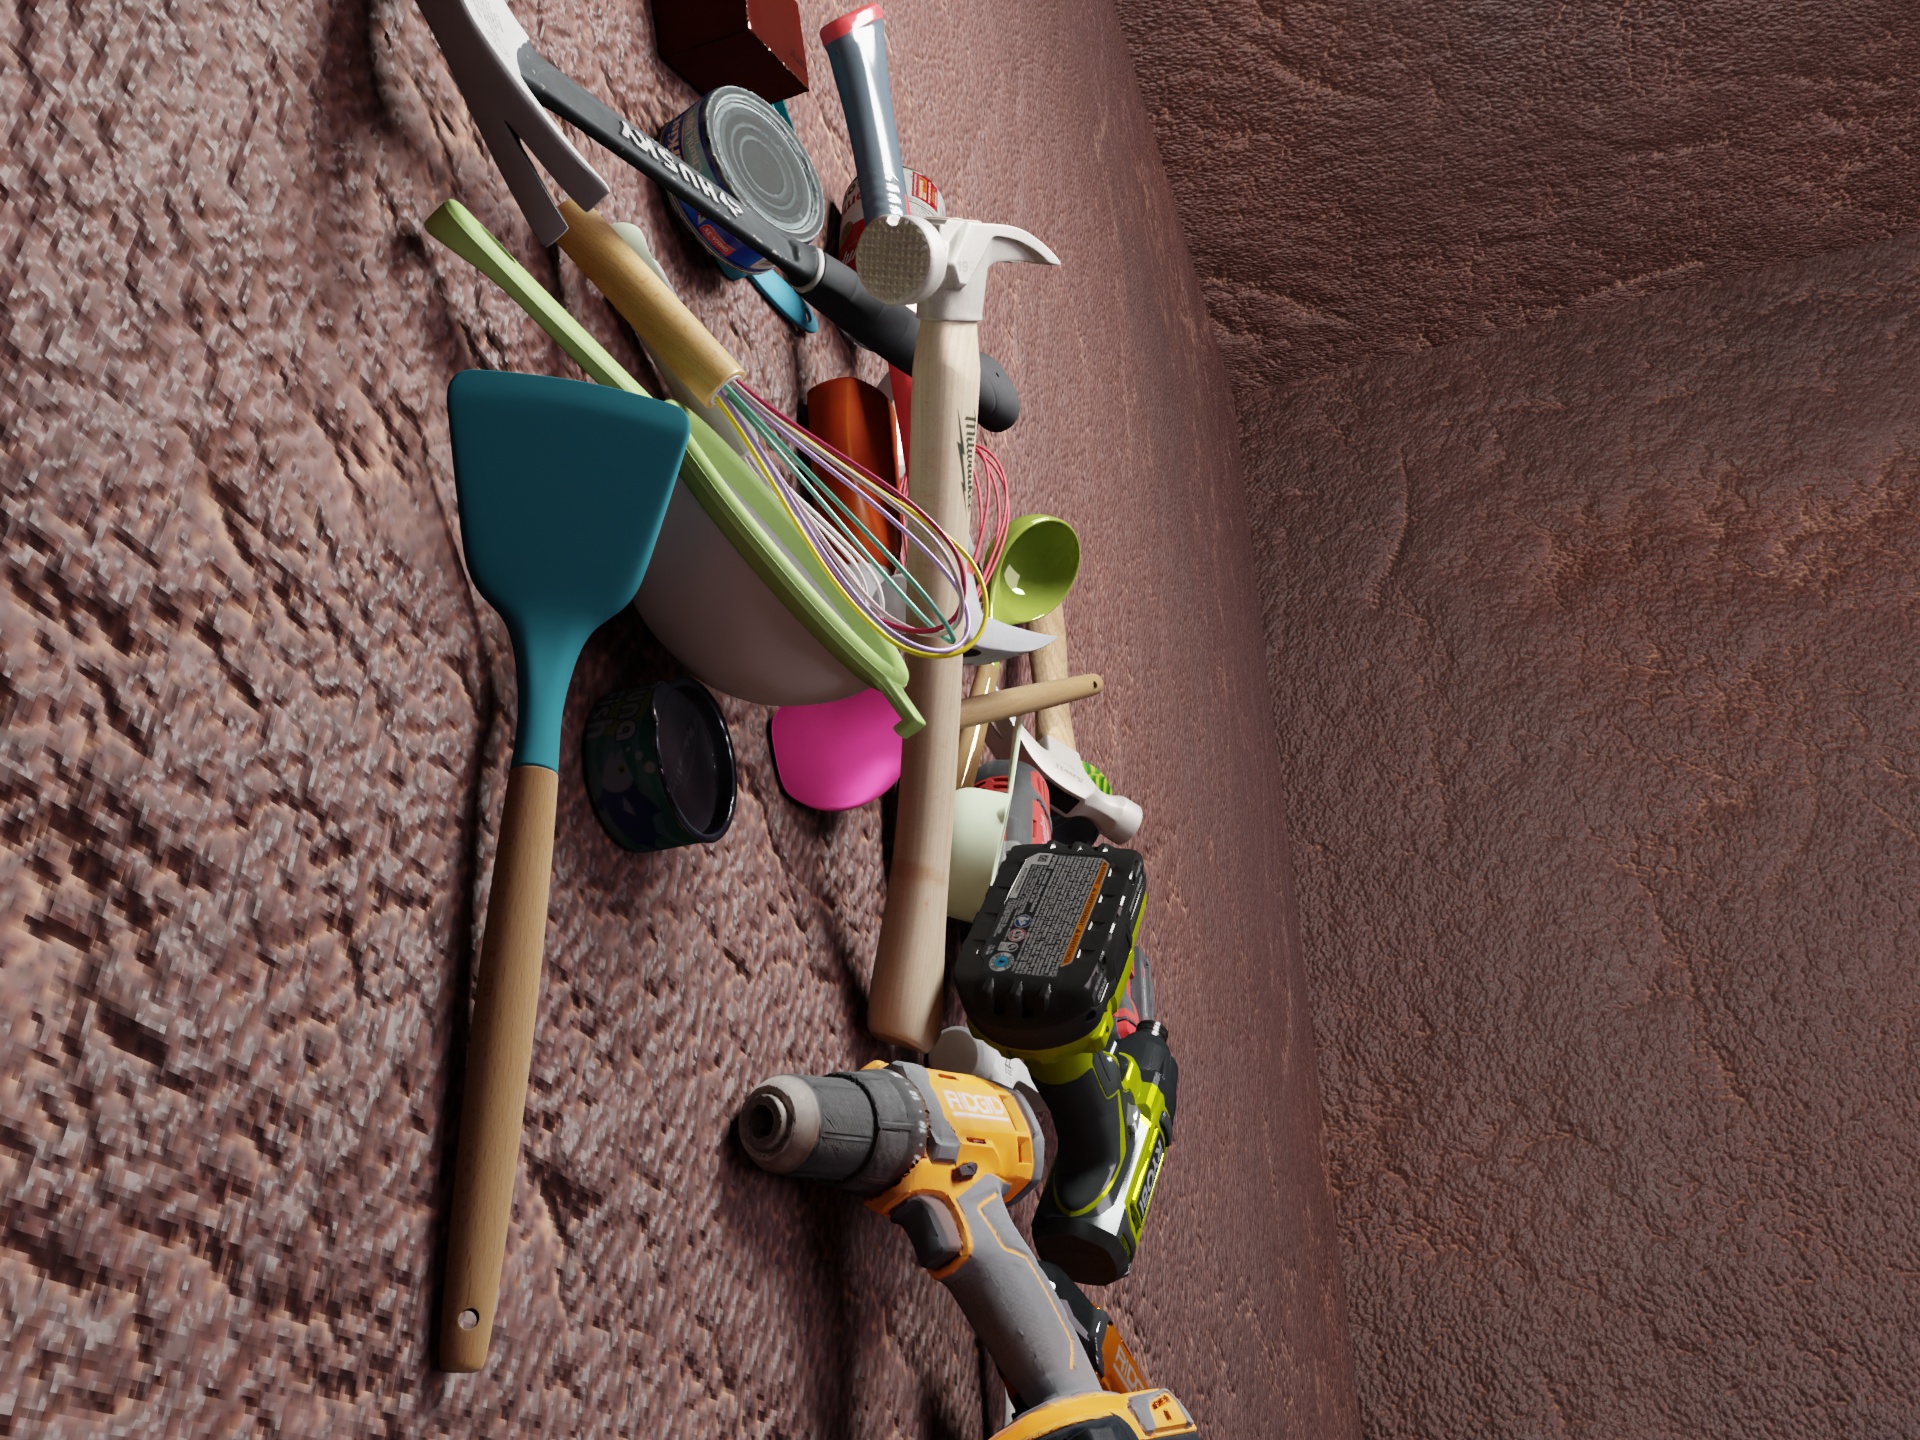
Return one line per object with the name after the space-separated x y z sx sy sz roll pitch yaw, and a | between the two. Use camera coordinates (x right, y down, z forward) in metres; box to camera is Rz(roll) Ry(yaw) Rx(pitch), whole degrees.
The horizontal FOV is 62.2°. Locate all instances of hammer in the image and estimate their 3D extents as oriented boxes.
-0.009 -0.032 0.783 0.146 0.038 0.410 -27 124 -60 | hammer
0.063 -0.046 1.190 0.130 0.031 0.332 31 30 -21 | hammer
-0.022 -0.222 0.905 0.143 0.038 0.386 7 70 -57 | hammer
0.032 0.382 0.879 0.144 0.035 0.406 45 38 -62 | hammer
-0.075 -0.204 0.706 0.408 0.036 0.149 18 44 -60 | hammer

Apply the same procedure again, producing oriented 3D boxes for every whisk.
-0.077 -0.119 0.643 0.245 0.047 0.051 47 6 4 | whisk
-0.014 -0.046 0.944 0.073 0.073 0.296 49 43 -59 | whisk
-0.101 -0.121 0.745 0.058 0.059 0.246 37 -20 53 | whisk

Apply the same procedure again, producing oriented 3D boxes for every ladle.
0.024 -0.014 1.027 0.078 0.062 0.320 66 29 -43 | ladle

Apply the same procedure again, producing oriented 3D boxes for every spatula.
-0.141 0.037 0.509 0.044 0.082 0.318 132 -38 -62 | spatula

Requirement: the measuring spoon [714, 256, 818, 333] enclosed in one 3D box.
-0.099 -0.243 0.862 0.128 0.021 0.042 29 52 -66 | measuring spoon

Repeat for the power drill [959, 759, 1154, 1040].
0.056 0.159 1.027 0.188 0.080 0.226 -86 155 -48 | power drill

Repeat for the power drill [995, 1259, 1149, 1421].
0.032 0.373 0.754 0.164 0.084 0.227 62 28 -20 | power drill

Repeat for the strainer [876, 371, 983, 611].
-0.017 -0.155 1.051 0.087 0.050 0.258 -58 149 -26 | strainer

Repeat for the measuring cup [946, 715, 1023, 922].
0.011 0.044 0.932 0.168 0.038 0.083 -77 177 -46 | measuring cup

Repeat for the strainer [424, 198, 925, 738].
-0.123 -0.084 0.620 0.256 0.069 0.152 45 7 -33 | strainer

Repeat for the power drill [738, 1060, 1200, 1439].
0.002 0.246 0.677 0.185 0.084 0.226 27 29 -52 | power drill

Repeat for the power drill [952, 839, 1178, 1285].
0.073 0.181 0.895 0.171 0.080 0.223 -61 145 -45 | power drill

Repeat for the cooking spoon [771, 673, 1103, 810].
-0.001 -0.003 0.897 0.319 0.017 0.069 -13 93 -55 | cooking spoon

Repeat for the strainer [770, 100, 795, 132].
-0.101 -0.500 0.894 0.211 0.095 0.340 3 76 -73 | strainer
